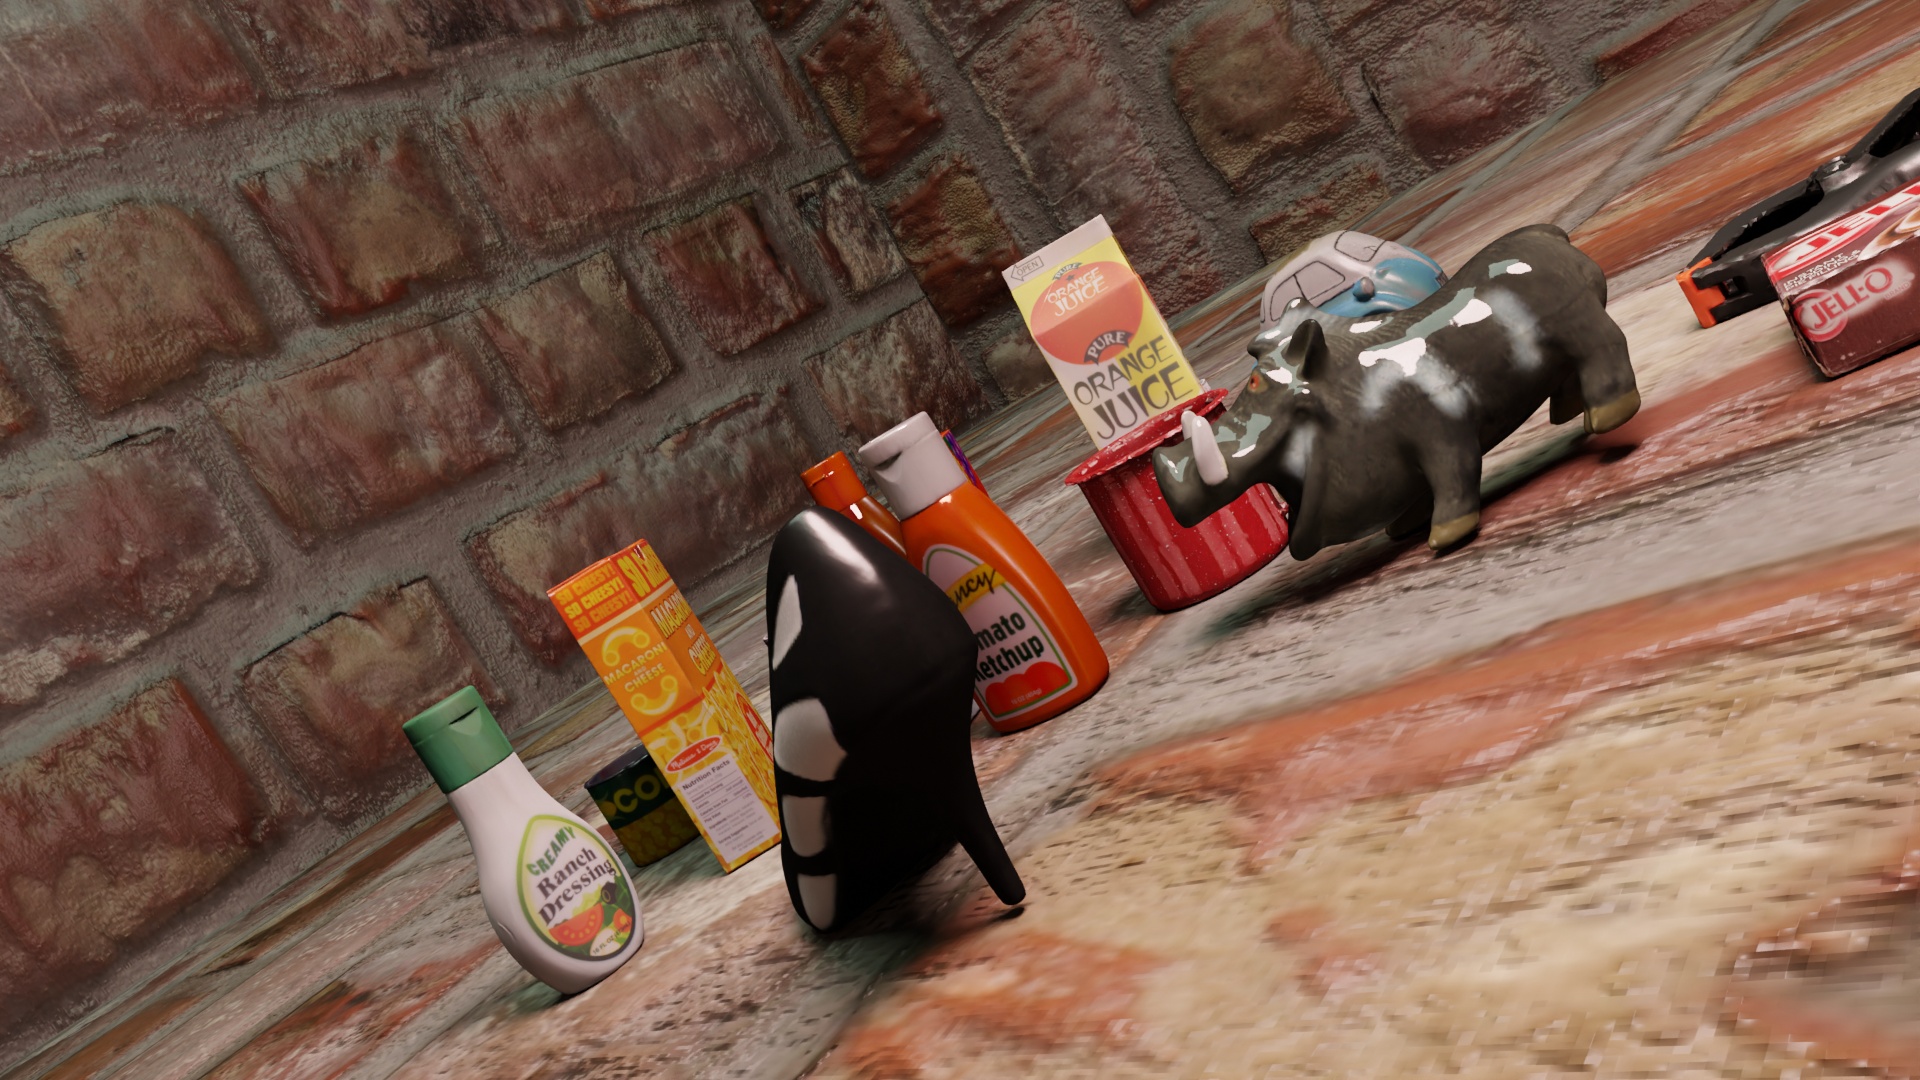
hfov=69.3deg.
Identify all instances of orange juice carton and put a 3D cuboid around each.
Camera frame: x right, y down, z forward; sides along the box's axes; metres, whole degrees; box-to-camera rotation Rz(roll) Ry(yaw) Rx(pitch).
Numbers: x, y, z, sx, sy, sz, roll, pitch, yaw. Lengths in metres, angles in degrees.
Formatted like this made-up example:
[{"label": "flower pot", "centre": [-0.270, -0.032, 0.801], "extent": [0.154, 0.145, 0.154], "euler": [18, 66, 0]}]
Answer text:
[{"label": "orange juice carton", "centre": [0.104, -0.098, 0.849], "extent": [0.071, 0.192, 0.073], "euler": [-30, 6, 12]}]

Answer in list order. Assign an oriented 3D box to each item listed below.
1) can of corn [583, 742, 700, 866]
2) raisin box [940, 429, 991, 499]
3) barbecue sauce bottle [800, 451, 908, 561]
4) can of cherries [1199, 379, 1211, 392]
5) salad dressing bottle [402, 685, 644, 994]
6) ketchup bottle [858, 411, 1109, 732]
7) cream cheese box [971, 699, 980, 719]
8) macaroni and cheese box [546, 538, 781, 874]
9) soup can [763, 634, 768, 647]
[{"label": "can of corn", "centre": [-0.182, 0.153, 0.834], "extent": [0.071, 0.058, 0.071], "euler": [-31, 6, 4]}, {"label": "raisin box", "centre": [0.003, -0.012, 0.961], "extent": [0.040, 0.123, 0.086], "euler": [-30, 6, 11]}, {"label": "barbecue sauce bottle", "centre": [-0.064, 0.007, 1.015], "extent": [0.064, 0.148, 0.044], "euler": [-29, 6, 21]}, {"label": "can of cherries", "centre": [0.163, -0.075, 1.005], "extent": [0.071, 0.058, 0.071], "euler": [-31, 6, 4]}, {"label": "salad dressing bottle", "centre": [-0.206, 0.139, 0.650], "extent": [0.044, 0.147, 0.064], "euler": [-26, 8, 42]}, {"label": "ketchup bottle", "centre": [0.007, 0.013, 0.638], "extent": [0.064, 0.148, 0.044], "euler": [-28, 7, 29]}, {"label": "cream cheese box", "centre": [-0.017, 0.075, 0.700], "extent": [0.024, 0.053, 0.104], "euler": [-28, 7, 26]}, {"label": "macaroni and cheese box", "centre": [-0.147, 0.081, 0.742], "extent": [0.040, 0.166, 0.124], "euler": [-31, 6, -2]}, {"label": "soup can", "centre": [-0.062, 0.073, 0.784], "extent": [0.071, 0.083, 0.071], "euler": [-31, 6, 4]}]
